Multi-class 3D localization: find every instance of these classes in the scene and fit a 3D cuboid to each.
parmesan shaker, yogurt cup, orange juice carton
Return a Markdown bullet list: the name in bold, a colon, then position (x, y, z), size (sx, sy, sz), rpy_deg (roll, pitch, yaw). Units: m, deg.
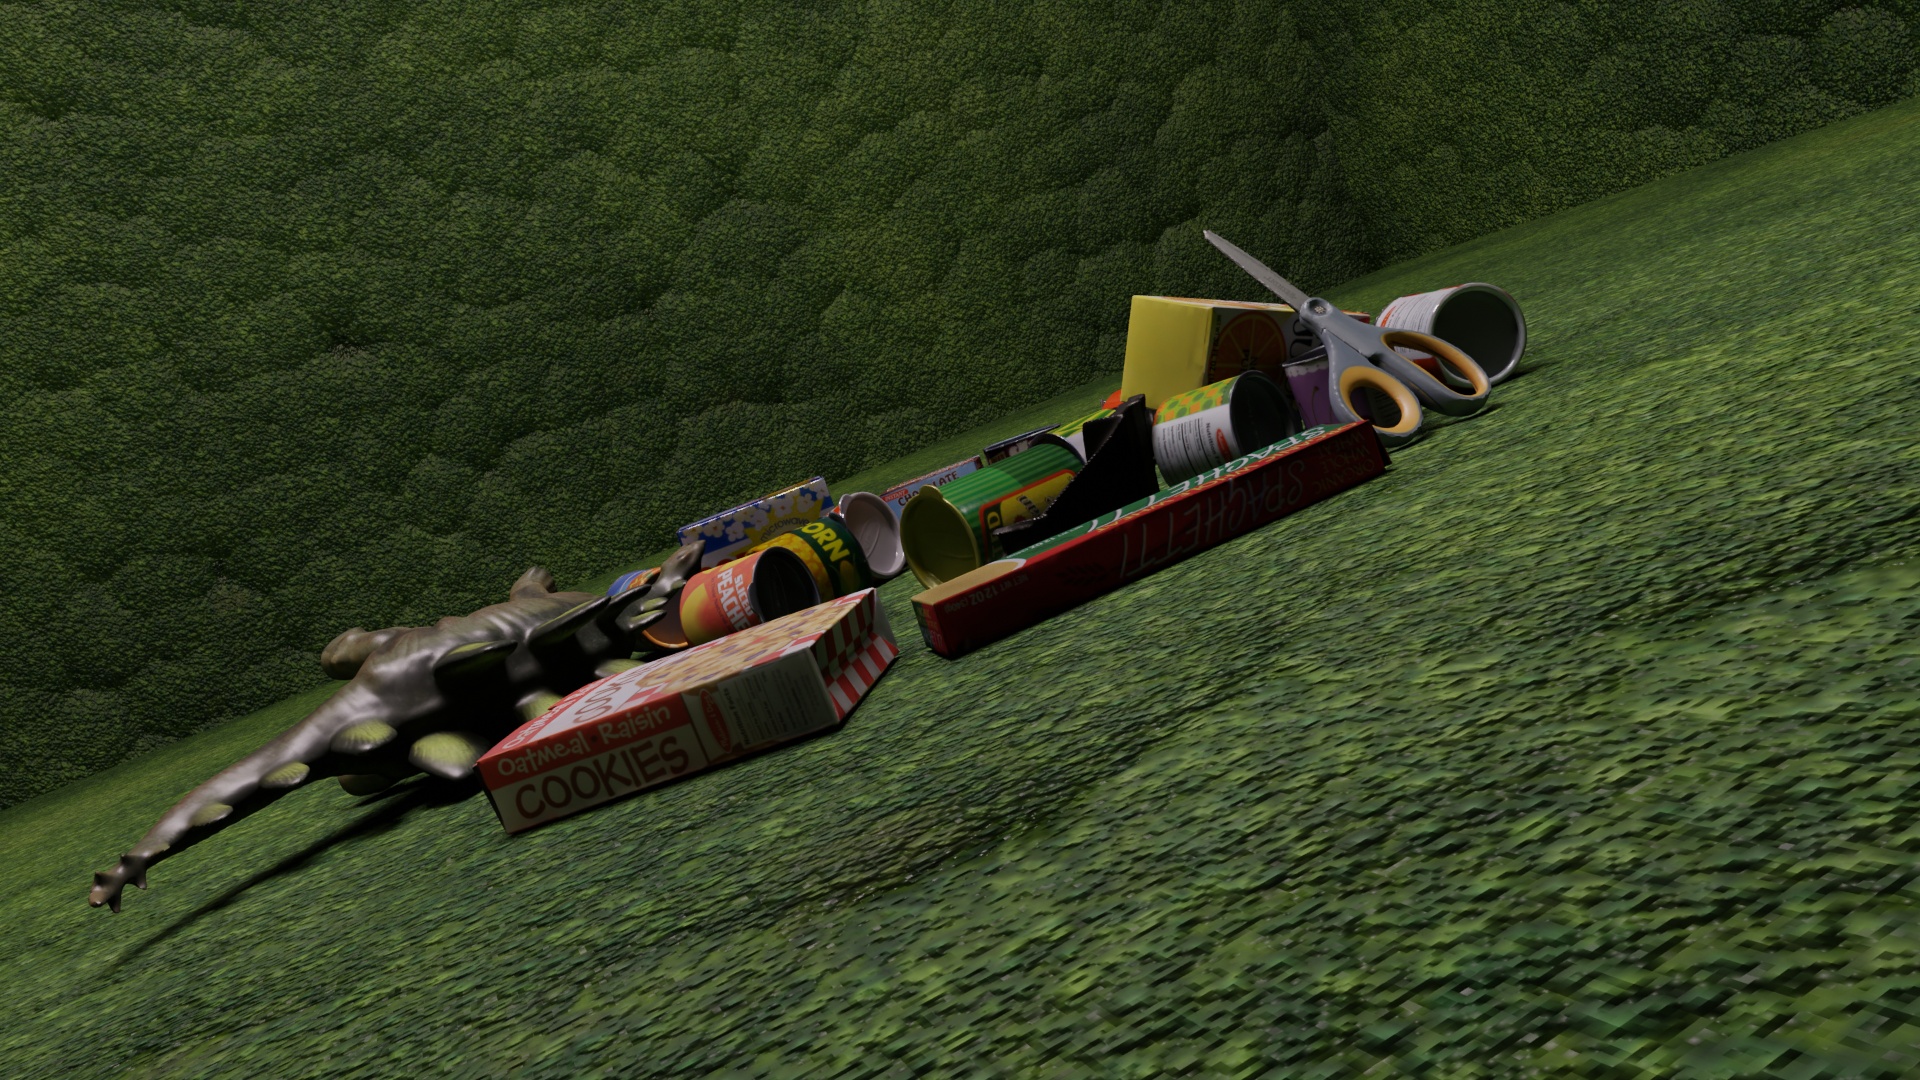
- **parmesan shaker**: position (0.024, -0.015, 0.816), size (0.103, 0.071, 0.071), rpy_deg (-25, 8, -38)
- **yogurt cup**: position (-0.081, 0.005, 1.030), size (0.053, 0.072, 0.073), rpy_deg (-26, 2, 35)
- **orange juice carton**: position (0.204, -0.120, 0.921), size (0.193, 0.071, 0.073), rpy_deg (-4, 16, -36)

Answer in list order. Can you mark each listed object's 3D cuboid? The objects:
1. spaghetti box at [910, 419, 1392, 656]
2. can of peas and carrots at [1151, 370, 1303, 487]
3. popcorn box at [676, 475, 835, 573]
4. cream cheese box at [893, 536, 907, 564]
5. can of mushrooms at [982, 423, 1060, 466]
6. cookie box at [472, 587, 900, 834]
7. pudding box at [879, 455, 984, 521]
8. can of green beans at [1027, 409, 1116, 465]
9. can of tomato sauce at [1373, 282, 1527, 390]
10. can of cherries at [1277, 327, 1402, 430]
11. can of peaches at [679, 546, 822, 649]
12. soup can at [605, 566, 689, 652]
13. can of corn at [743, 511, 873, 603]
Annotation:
- **spaghetti box**: position (0.096, -0.004, 0.692), size (0.251, 0.028, 0.050), rpy_deg (-22, 7, -14)
- **can of peas and carrots**: position (0.155, -0.060, 0.805), size (0.058, 0.071, 0.071), rpy_deg (-15, 8, 45)
- **popcorn box**: position (-0.155, 0.009, 1.124), size (0.127, 0.085, 0.038), rpy_deg (-21, 7, -9)
- **cream cheese box**: position (-0.031, -0.004, 1.109), size (0.053, 0.024, 0.104), rpy_deg (-13, 10, 46)
- **can of mushrooms**: position (0.052, -0.068, 1.118), size (0.071, 0.033, 0.071), rpy_deg (-18, 7, 2)
- **cookie box**: position (-0.124, 0.076, 0.657), size (0.167, 0.040, 0.123), rpy_deg (-19, 6, 12)
- **pudding box**: position (-0.019, -0.039, 1.112), size (0.084, 0.030, 0.050), rpy_deg (-20, 5, 7)
- **can of green beans**: position (0.086, -0.049, 0.934), size (0.058, 0.071, 0.071), rpy_deg (-24, 7, -33)
- **can of tomato sauce**: position (0.312, -0.128, 0.887), size (0.071, 0.071, 0.083), rpy_deg (-21, 7, -6)
- **can of cherries**: position (0.236, -0.092, 0.851), size (0.071, 0.058, 0.071), rpy_deg (-21, 7, 3)
- **can of peaches**: position (-0.125, 0.042, 0.821), size (0.058, 0.071, 0.071), rpy_deg (-18, 6, 27)
- **soup can**: position (-0.238, 0.056, 1.084), size (0.071, 0.071, 0.083), rpy_deg (-24, 7, -29)
- **can of corn**: position (-0.099, 0.023, 0.893), size (0.058, 0.071, 0.071), rpy_deg (-26, 8, -33)
